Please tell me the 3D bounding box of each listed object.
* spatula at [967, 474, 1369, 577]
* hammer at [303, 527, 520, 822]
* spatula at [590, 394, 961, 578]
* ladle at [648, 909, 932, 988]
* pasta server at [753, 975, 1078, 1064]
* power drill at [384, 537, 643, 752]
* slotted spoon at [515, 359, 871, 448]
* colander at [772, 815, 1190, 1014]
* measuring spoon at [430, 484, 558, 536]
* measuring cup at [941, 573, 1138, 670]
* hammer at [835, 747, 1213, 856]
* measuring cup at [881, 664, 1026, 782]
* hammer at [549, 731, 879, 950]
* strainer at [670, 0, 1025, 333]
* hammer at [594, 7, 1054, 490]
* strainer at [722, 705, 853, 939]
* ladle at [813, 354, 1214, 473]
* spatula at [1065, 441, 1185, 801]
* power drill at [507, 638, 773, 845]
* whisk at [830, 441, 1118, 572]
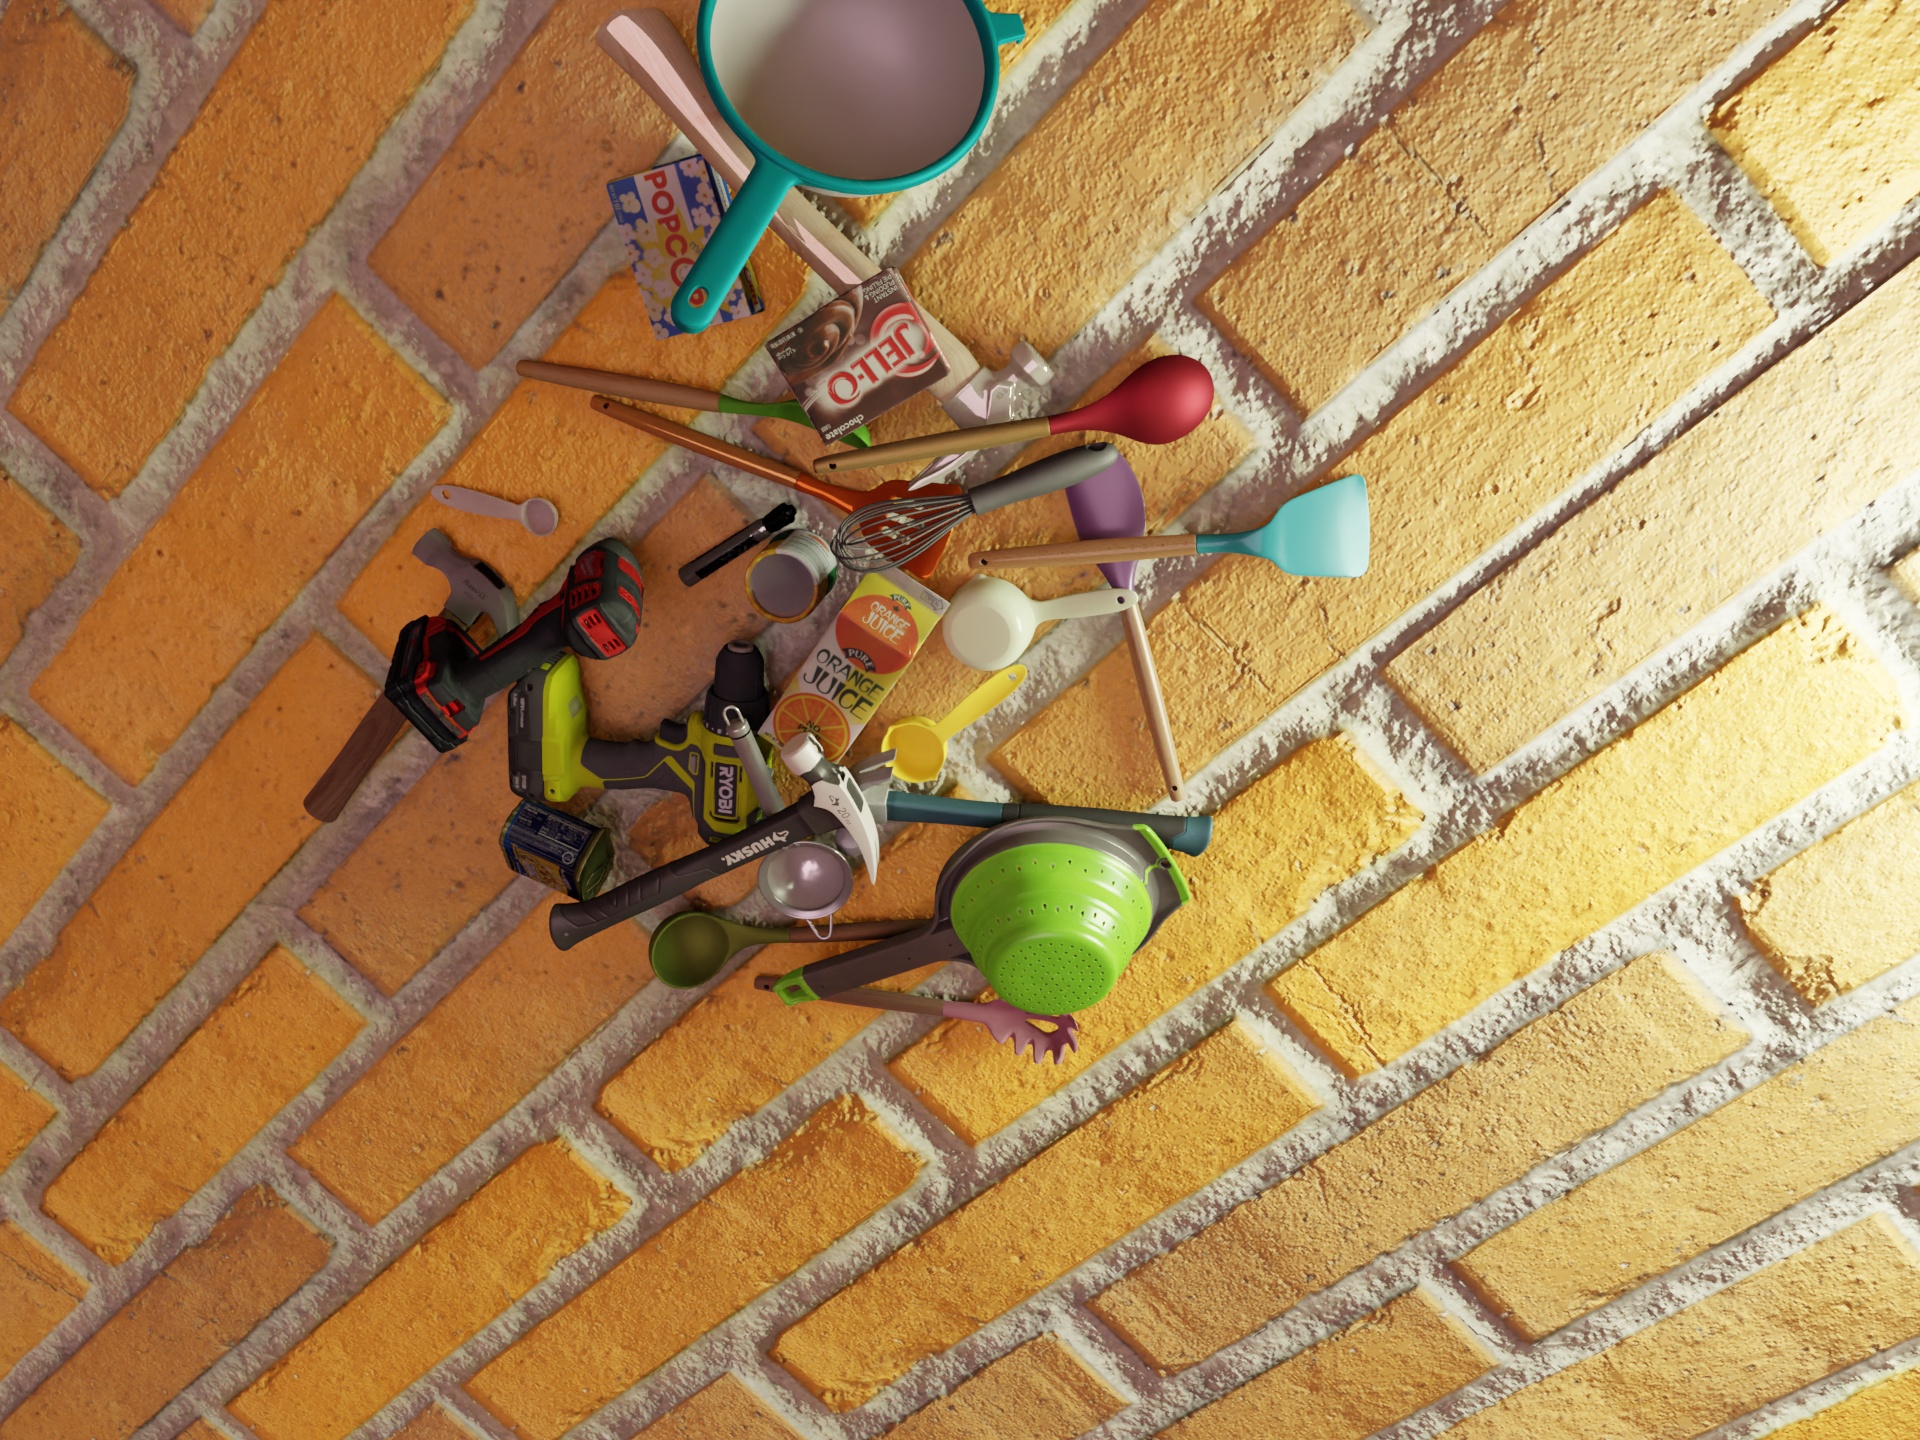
[{"bbox_3d":[0.163,-0.140,1.266,0.317,0.044,0.082,-3,111,13],"label":"spatula"},{"bbox_3d":[-0.516,-0.019,1.469,0.130,0.031,0.331,40,115,-6],"label":"hammer"},{"bbox_3d":[-0.157,-0.207,1.305,0.322,0.041,0.081,21,93,3],"label":"spatula"},{"bbox_3d":[-0.134,0.204,1.472,0.320,0.062,0.078,-5,114,11],"label":"ladle"},{"bbox_3d":[-0.044,0.269,1.490,0.316,0.040,0.060,6,106,11],"label":"pasta server"},{"bbox_3d":[-0.365,-0.075,1.338,0.219,0.143,0.078,-26,126,11],"label":"power drill"},{"bbox_3d":[-0.219,-0.264,1.295,0.314,0.070,0.031,12,83,12],"label":"slotted spoon"},{"bbox_3d":[0.006,0.212,1.391,0.397,0.095,0.204,-21,127,19],"label":"colander"},{"bbox_3d":[-0.404,-0.188,1.384,0.124,0.018,0.034,14,117,13],"label":"measuring spoon"},{"bbox_3d":[0.062,-0.084,1.306,0.167,0.038,0.083,-8,111,22],"label":"measuring cup"},{"bbox_3d":[0.051,0.085,1.379,0.331,0.033,0.128,5,141,5],"label":"hammer"},{"bbox_3d":[-0.002,-0.004,1.370,0.156,0.029,0.062,-37,101,21],"label":"measuring cup"},{"bbox_3d":[-0.225,0.132,1.391,0.335,0.035,0.146,-25,118,21],"label":"hammer"},{"bbox_3d":[-0.113,-0.401,1.119,0.211,0.095,0.340,29,77,-7],"label":"strainer"},{"bbox_3d":[-0.120,-0.361,1.205,0.146,0.038,0.410,-42,104,14],"label":"hammer"},{"bbox_3d":[-0.157,0.086,1.397,0.087,0.050,0.258,-14,126,8],"label":"strainer"},{"bbox_3d":[0.042,-0.224,1.221,0.315,0.031,0.069,-10,118,1],"label":"ladle"},{"bbox_3d":[0.146,-0.076,1.312,0.060,0.018,0.315,-11,109,14],"label":"spatula"},{"bbox_3d":[-0.276,0.008,1.406,0.228,0.080,0.190,9,116,5],"label":"power drill"},{"bbox_3d":[0.011,-0.171,1.250,0.239,0.055,0.055,-20,108,2],"label":"whisk"}]
